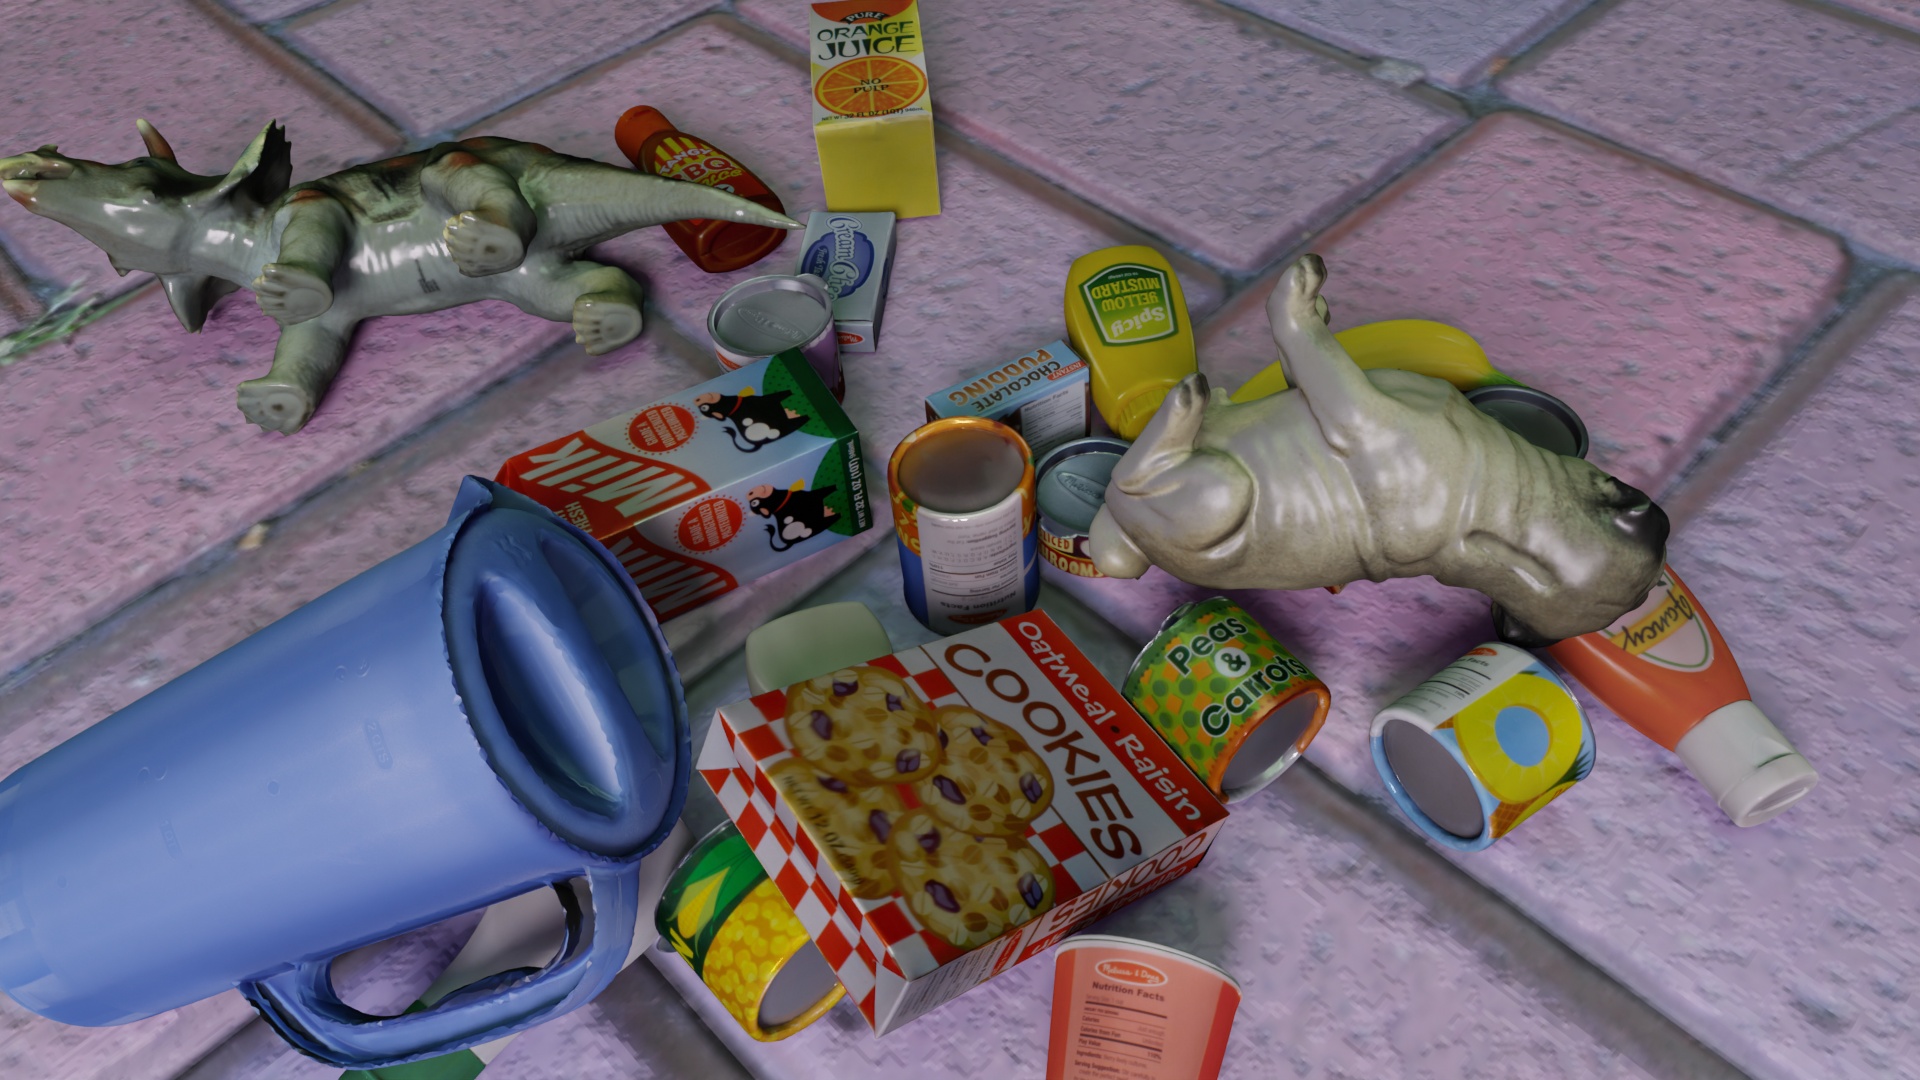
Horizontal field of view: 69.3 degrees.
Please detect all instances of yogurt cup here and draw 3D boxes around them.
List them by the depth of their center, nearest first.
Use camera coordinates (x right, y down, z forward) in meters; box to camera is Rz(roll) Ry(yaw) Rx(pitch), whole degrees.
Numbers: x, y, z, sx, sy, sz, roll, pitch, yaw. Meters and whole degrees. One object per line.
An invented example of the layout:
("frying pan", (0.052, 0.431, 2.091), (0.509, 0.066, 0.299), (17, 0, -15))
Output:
("yogurt cup", (0.062, 0.176, 0.488), (0.072, 0.072, 0.054), (9, 59, 12))

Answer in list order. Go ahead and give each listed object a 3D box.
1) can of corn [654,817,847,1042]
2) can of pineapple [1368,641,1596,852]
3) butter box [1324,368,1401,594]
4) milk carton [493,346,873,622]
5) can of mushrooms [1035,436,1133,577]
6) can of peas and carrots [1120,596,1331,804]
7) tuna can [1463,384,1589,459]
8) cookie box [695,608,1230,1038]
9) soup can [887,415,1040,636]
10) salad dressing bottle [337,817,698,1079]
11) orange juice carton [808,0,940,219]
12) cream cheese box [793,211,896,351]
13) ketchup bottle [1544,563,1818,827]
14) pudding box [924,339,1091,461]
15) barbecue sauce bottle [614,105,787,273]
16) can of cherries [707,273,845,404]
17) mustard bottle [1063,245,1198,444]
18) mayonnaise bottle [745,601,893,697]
("can of corn", (-0.073, 0.146, 0.523), (0.071, 0.070, 0.058), (-37, 56, -25))
("can of pineapple", (0.208, 0.084, 0.556), (0.058, 0.070, 0.071), (-28, 53, -18))
("butter box", (0.192, -0.028, 0.659), (0.103, 0.024, 0.053), (-45, 57, -2))
("milk carton", (-0.144, -0.014, 0.662), (0.191, 0.072, 0.074), (-25, 52, -16))
("can of mushrooms", (0.064, -0.015, 0.674), (0.071, 0.033, 0.071), (-2, 49, 2))
("can of peas and carrots", (0.110, 0.065, 0.576), (0.071, 0.070, 0.059), (-30, 54, -20))
("tuna can", (0.267, -0.042, 0.683), (0.071, 0.032, 0.071), (-2, 49, 2))
("cookie box", (0.004, 0.097, 0.531), (0.168, 0.040, 0.123), (-14, 51, -40))
("soup can", (0.002, -0.008, 0.639), (0.071, 0.083, 0.072), (-2, 48, 3))
("salad dressing bottle", (-0.166, 0.159, 0.533), (0.064, 0.043, 0.148), (30, 59, 26))
("orange juice carton", (-0.057, -0.292, 0.899), (0.072, 0.072, 0.194), (-6, 48, -1))
("cream cheese box", (-0.069, -0.153, 0.810), (0.053, 0.024, 0.104), (2, 49, 6))
("ketchup bottle", (0.295, 0.051, 0.592), (0.065, 0.043, 0.149), (-20, 51, -9))
("pudding box", (0.025, -0.063, 0.708), (0.084, 0.049, 0.030), (-26, 51, -17))
("barbecue sauce bottle", (-0.169, -0.224, 0.867), (0.065, 0.043, 0.149), (-29, 53, -18))
("can of cherries", (-0.095, -0.100, 0.744), (0.071, 0.058, 0.072), (-3, 48, 3))
("mustard bottle", (0.096, -0.091, 0.727), (0.065, 0.048, 0.161), (-11, 49, 1))
("mayonnaise bottle", (-0.042, 0.093, 0.583), (0.065, 0.041, 0.148), (-15, 50, -18))
